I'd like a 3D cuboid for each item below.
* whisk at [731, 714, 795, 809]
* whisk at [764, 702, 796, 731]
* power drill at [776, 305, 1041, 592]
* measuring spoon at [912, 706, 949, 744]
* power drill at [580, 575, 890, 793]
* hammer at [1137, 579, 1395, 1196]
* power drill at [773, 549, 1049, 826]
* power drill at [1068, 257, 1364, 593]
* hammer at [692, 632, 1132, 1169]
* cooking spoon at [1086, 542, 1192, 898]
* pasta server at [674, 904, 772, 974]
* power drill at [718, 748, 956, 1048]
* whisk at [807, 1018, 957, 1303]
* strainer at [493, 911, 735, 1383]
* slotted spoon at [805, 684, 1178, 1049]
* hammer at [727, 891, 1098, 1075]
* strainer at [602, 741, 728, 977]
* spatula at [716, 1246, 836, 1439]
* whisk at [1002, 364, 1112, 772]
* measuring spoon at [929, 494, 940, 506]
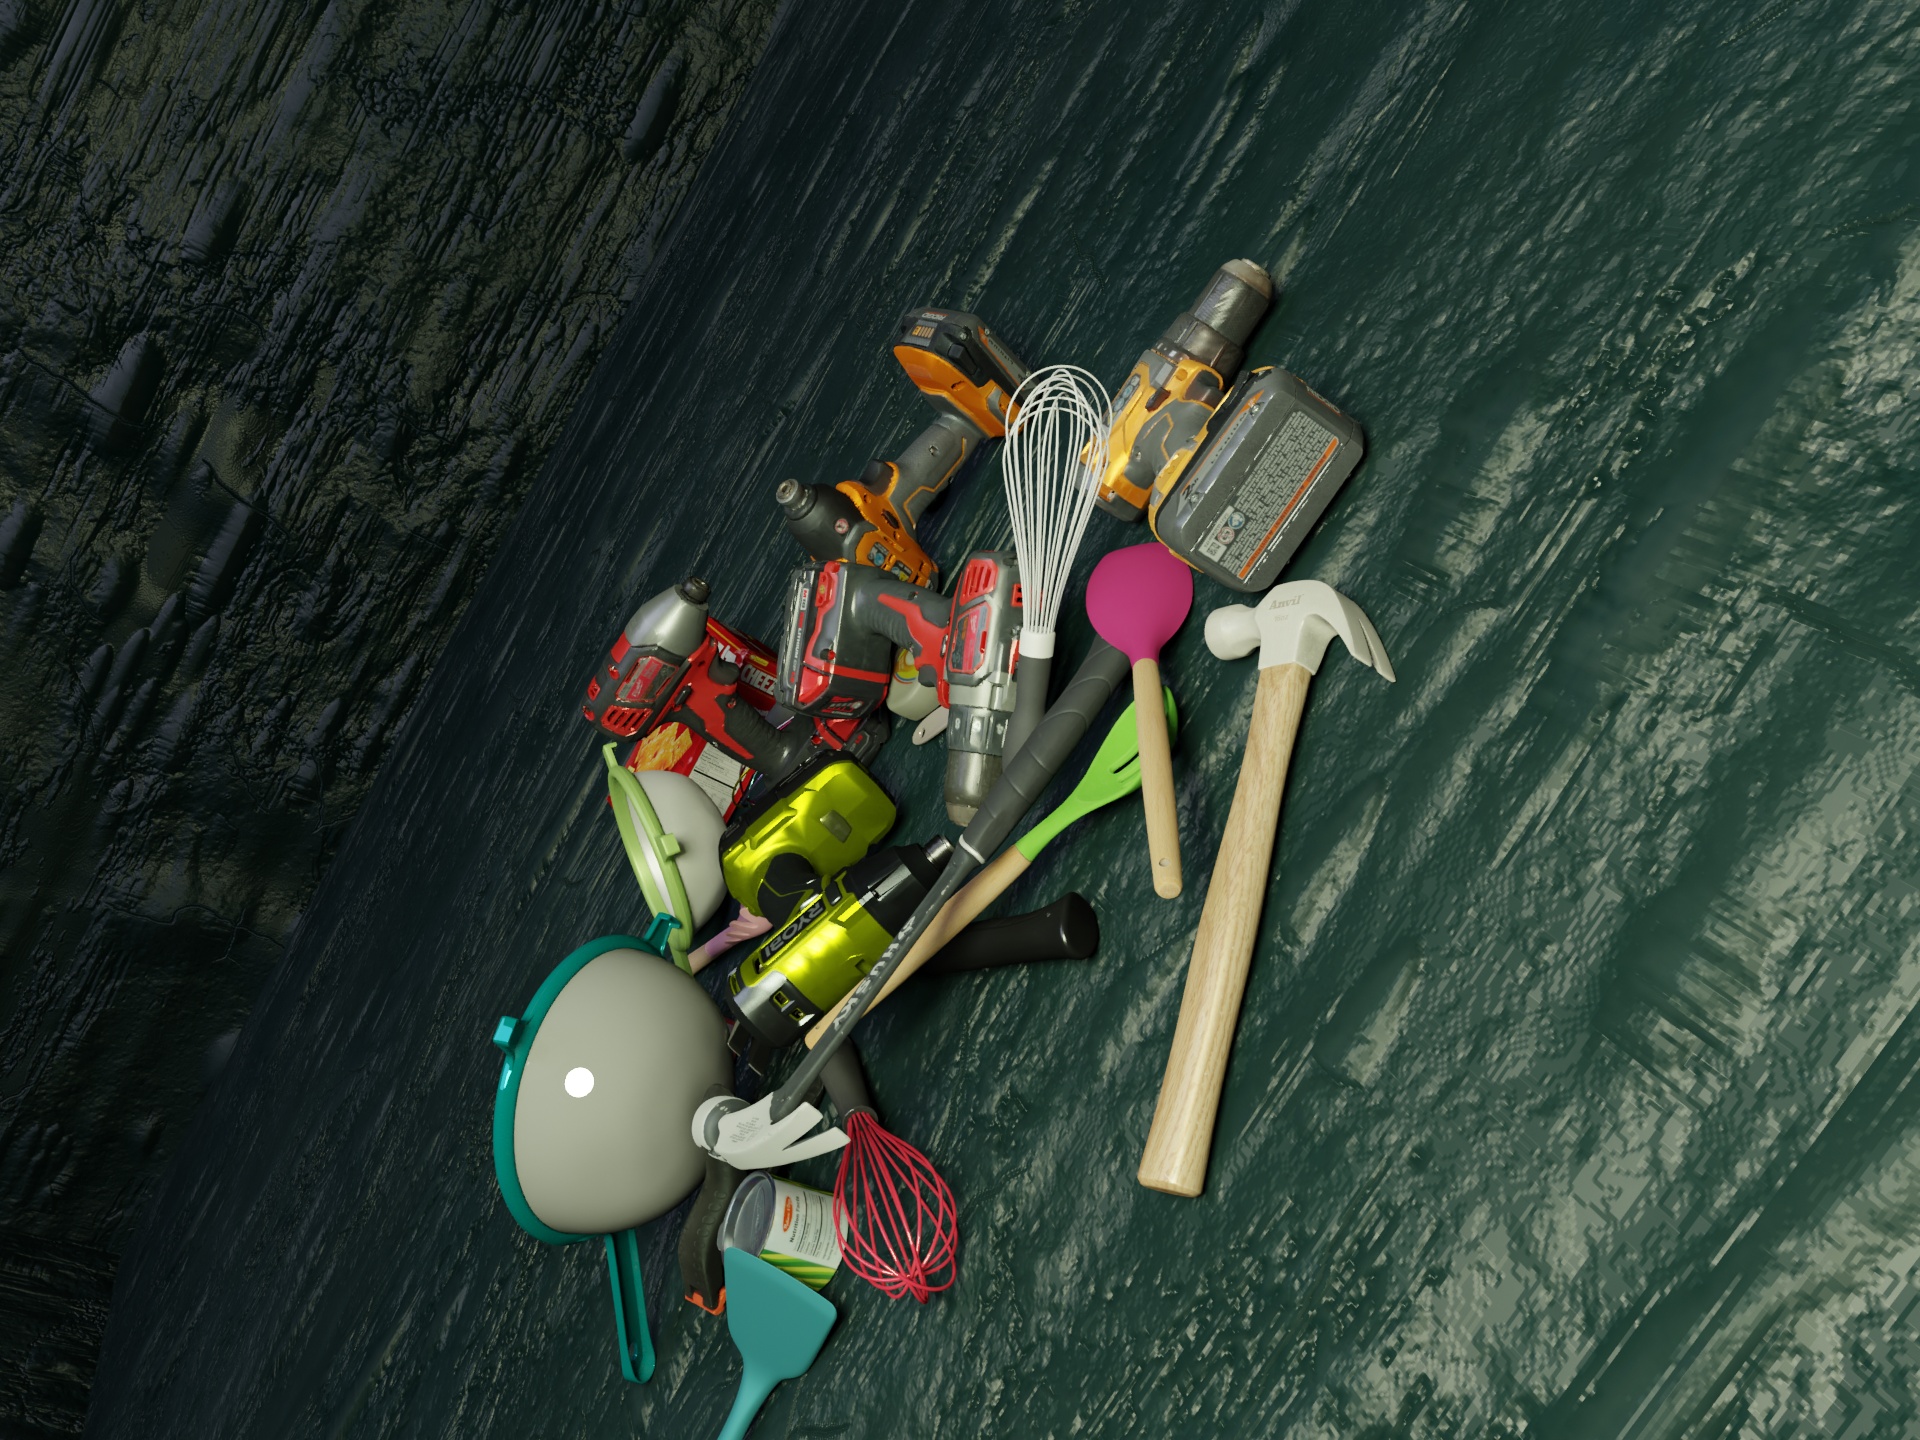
[{"bbox_3d":[-0.118,-0.011,1.355,0.245,0.047,0.051,-50,29,18],"label":"whisk"},{"bbox_3d":[-0.125,-0.047,1.397,0.239,0.055,0.055,-52,29,30],"label":"whisk"},{"bbox_3d":[-0.045,-0.210,1.256,0.084,0.164,0.226,23,82,45],"label":"power drill"},{"bbox_3d":[-0.002,-0.004,1.179,0.124,0.018,0.034,-33,46,55],"label":"measuring spoon"},{"bbox_3d":[-0.172,-0.020,1.259,0.143,0.219,0.079,-54,29,20],"label":"power drill"},{"bbox_3d":[0.147,0.078,0.822,0.130,0.031,0.331,-14,55,57],"label":"hammer"},{"bbox_3d":[-0.034,-0.028,1.132,0.227,0.080,0.188,8,89,47],"label":"power drill"},{"bbox_3d":[0.161,-0.190,0.983,0.185,0.084,0.226,-56,23,12],"label":"power drill"},{"bbox_3d":[-0.002,0.088,0.925,0.409,0.036,0.149,-52,15,-23],"label":"hammer"},{"bbox_3d":[0.109,-0.015,0.917,0.069,0.017,0.319,-12,38,11],"label":"cooking spoon"},{"bbox_3d":[-0.234,0.204,1.377,0.316,0.040,0.060,-37,25,43],"label":"pasta server"},{"bbox_3d":[-0.088,0.108,1.088,0.171,0.080,0.223,-41,23,2],"label":"power drill"},{"bbox_3d":[-0.059,0.262,0.998,0.073,0.073,0.296,-60,22,8],"label":"whisk"},{"bbox_3d":[-0.210,0.318,1.098,0.095,0.211,0.340,4,107,24],"label":"strainer"},{"bbox_3d":[0.019,0.097,0.965,0.313,0.031,0.070,-43,22,9],"label":"slotted spoon"},{"bbox_3d":[-0.033,0.157,1.037,0.335,0.035,0.146,-18,31,50],"label":"hammer"},{"bbox_3d":[-0.206,0.139,1.249,0.152,0.069,0.256,45,151,48],"label":"strainer"},{"bbox_3d":[-0.165,0.485,0.998,0.317,0.082,0.044,-67,-18,1],"label":"spatula"},{"bbox_3d":[0.053,-0.081,1.009,0.070,0.070,0.284,-138,49,-62],"label":"whisk"},{"bbox_3d":[-0.009,-0.235,1.391,0.042,0.021,0.129,4,61,61],"label":"measuring spoon"}]
